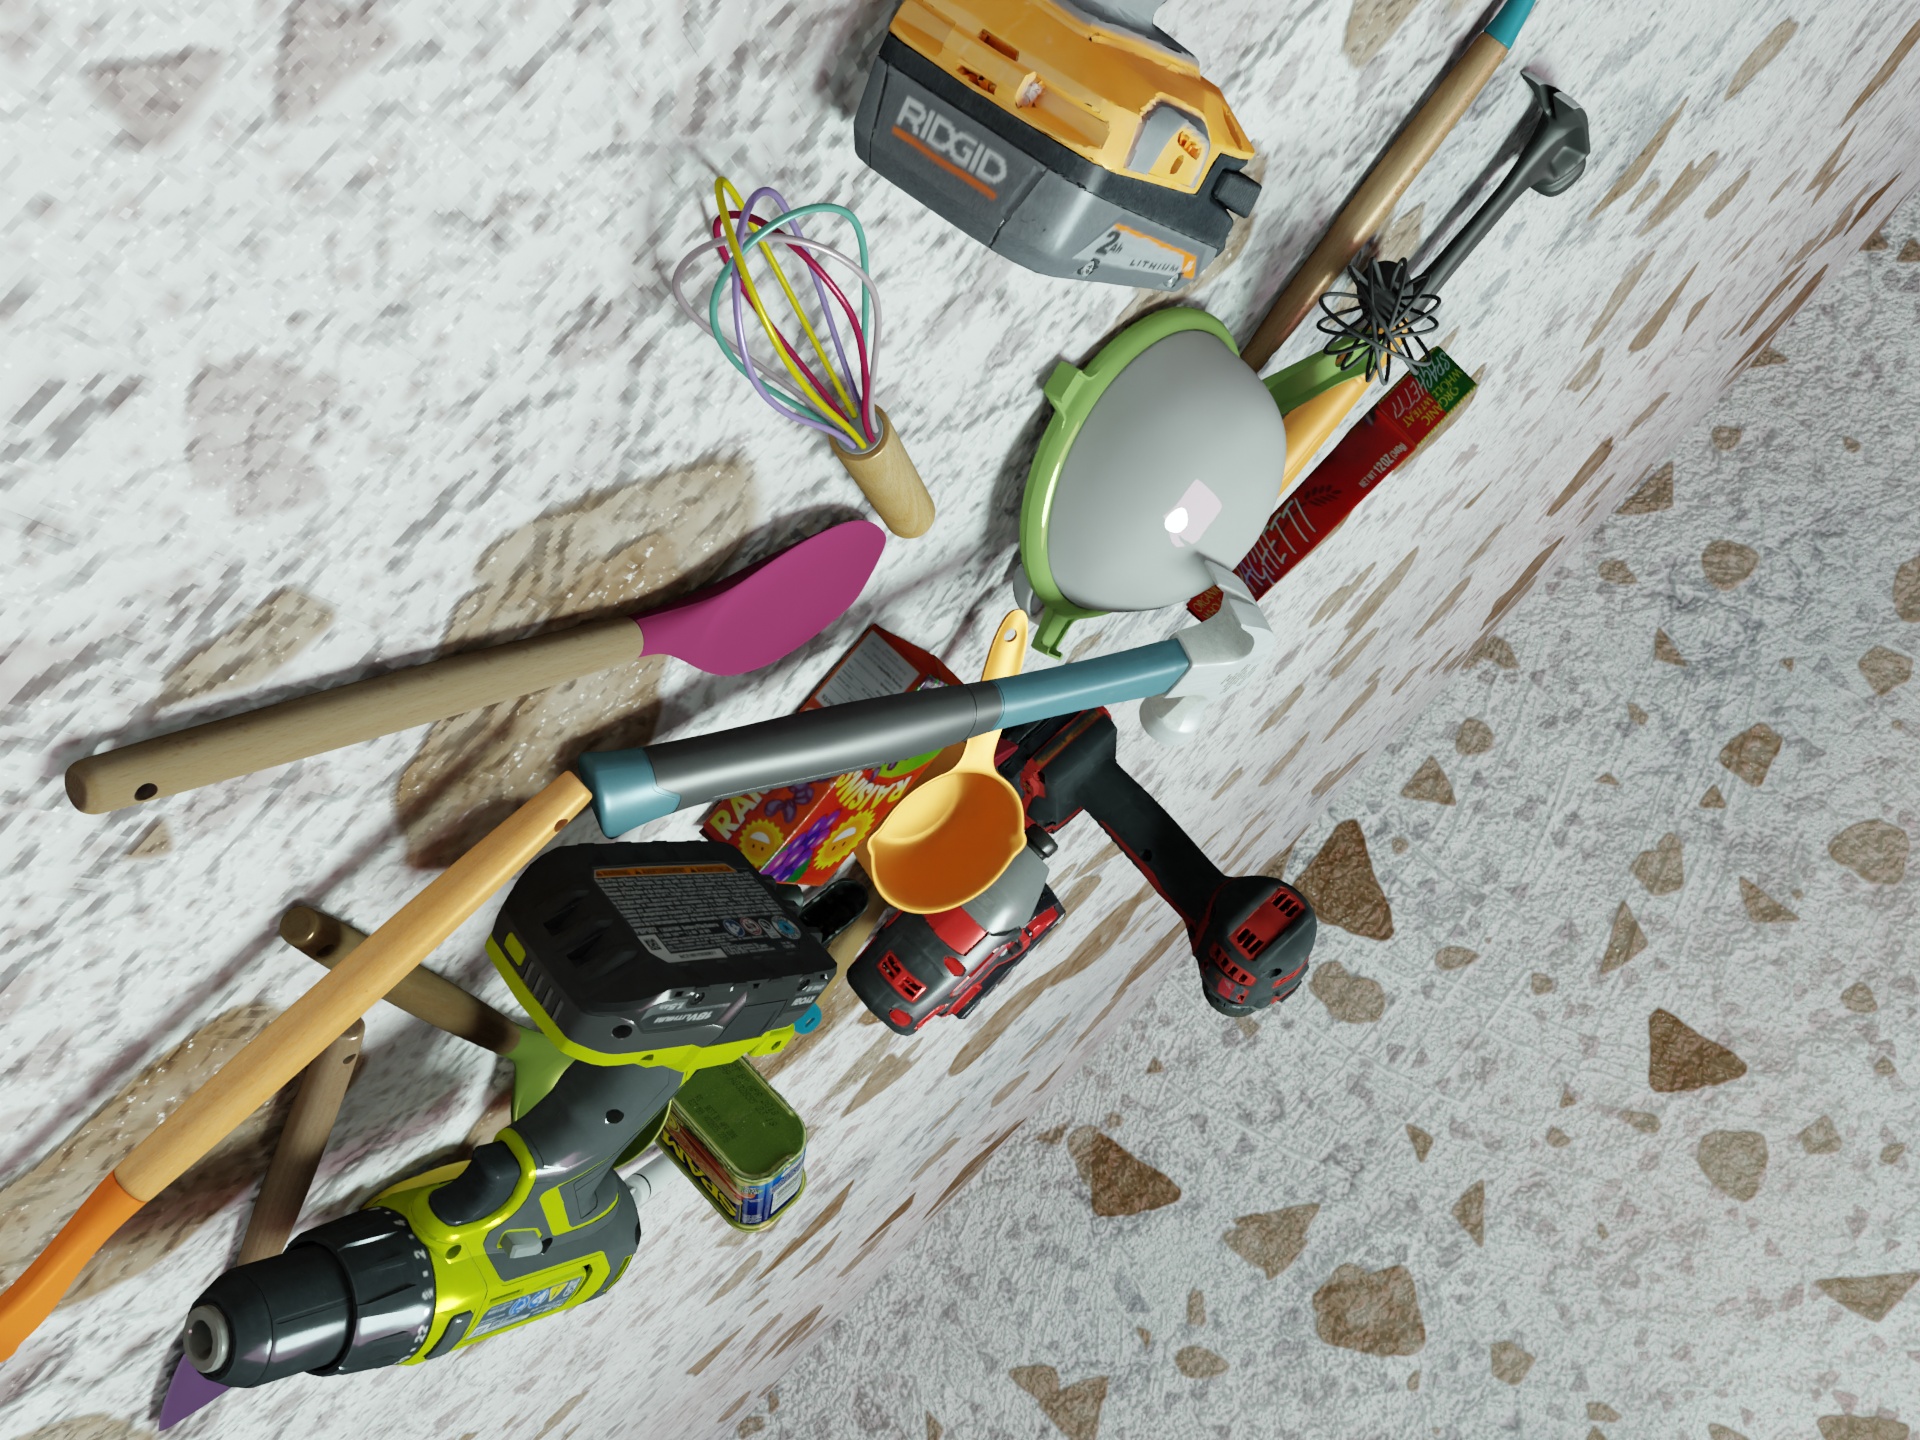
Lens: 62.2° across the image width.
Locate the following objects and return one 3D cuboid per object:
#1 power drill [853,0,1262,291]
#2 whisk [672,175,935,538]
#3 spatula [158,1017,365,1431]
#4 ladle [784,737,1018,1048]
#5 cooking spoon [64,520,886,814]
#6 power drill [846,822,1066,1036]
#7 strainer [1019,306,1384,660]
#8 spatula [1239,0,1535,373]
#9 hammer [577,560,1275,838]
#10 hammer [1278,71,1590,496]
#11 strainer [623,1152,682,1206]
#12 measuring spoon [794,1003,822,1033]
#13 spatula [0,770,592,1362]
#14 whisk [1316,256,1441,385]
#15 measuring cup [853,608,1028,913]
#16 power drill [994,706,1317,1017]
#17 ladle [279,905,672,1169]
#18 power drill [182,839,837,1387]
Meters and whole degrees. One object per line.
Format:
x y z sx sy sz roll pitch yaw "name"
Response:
0.081 -0.234 0.428 0.185 0.084 0.226 -20 145 -58 "power drill"
-0.037 -0.104 0.509 0.051 0.047 0.245 -47 167 -1 "whisk"
-0.289 0.217 0.667 0.060 0.018 0.315 -26 155 -50 "spatula"
-0.052 0.112 0.975 0.069 0.031 0.315 -26 155 -48 "ladle"
-0.126 -0.022 0.513 0.319 0.017 0.068 -24 151 -52 "cooking spoon"
0.006 0.125 0.993 0.143 0.078 0.219 -45 172 -2 "power drill"
0.138 -0.125 0.740 0.256 0.069 0.151 -32 140 -32 "strainer"
0.238 -0.284 0.733 0.317 0.044 0.082 -52 175 23 "spatula"
-0.001 -0.002 0.667 0.331 0.033 0.128 -13 156 -31 "hammer"
0.229 -0.205 0.905 0.337 0.034 0.127 -51 163 16 "hammer"
-0.211 0.298 0.998 0.087 0.050 0.258 -47 170 22 "strainer"
-0.106 0.168 0.969 0.042 0.021 0.128 -43 159 -12 "measuring spoon"
-0.249 0.123 0.506 0.322 0.041 0.081 -43 158 -10 "spatula"
0.197 -0.196 0.747 0.055 0.055 0.239 -54 180 24 "whisk"
-0.005 0.014 0.817 0.095 0.052 0.173 3 115 -32 "measuring cup"
0.119 0.091 0.984 0.080 0.227 0.187 -42 162 -12 "power drill"
-0.191 0.135 0.654 0.078 0.062 0.320 -37 159 -10 "ladle"
-0.166 0.156 0.604 0.228 0.080 0.190 -54 153 17 "power drill"
